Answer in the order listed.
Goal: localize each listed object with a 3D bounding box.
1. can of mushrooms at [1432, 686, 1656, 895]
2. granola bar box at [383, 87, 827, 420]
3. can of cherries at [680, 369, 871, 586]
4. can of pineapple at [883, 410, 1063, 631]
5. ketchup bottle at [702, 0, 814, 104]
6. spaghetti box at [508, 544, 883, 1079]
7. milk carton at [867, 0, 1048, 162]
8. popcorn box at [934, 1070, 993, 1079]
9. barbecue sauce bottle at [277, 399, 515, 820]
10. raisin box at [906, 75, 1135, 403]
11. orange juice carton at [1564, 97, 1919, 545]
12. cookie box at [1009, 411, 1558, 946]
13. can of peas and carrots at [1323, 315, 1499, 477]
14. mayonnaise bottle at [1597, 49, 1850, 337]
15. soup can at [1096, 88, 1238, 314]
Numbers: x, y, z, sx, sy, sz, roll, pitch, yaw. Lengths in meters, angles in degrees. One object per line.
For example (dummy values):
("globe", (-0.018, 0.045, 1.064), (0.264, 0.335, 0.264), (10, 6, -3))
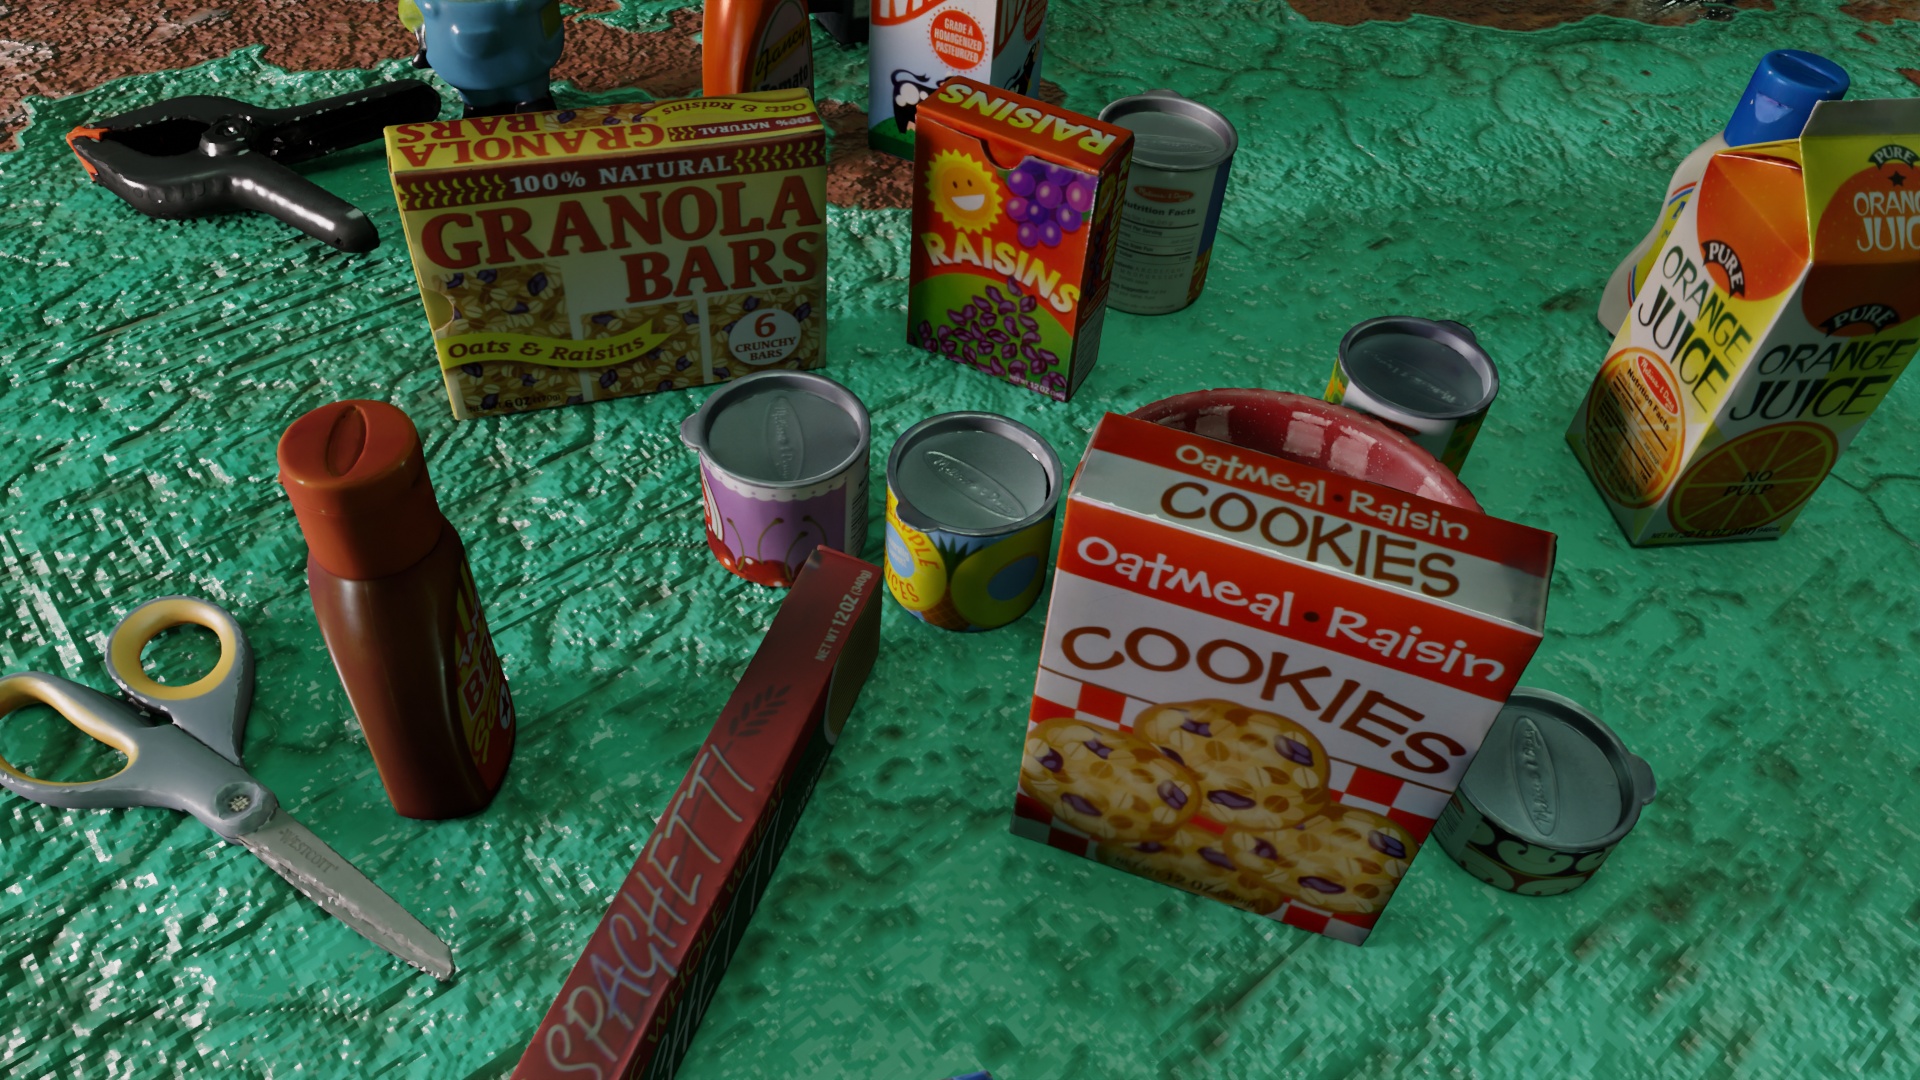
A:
("can of mushrooms", (0.199, 0.087, 0.482), (0.071, 0.033, 0.071), (3, 47, -3))
("granola bar box", (-0.139, -0.118, 0.581), (0.166, 0.123, 0.039), (-11, 49, -15))
("can of cherries", (-0.071, -0.024, 0.544), (0.071, 0.058, 0.072), (3, 47, -3))
("can of pineapple", (0.002, -0.007, 0.535), (0.071, 0.057, 0.071), (3, 47, -3))
("ketchup bottle", (-0.103, -0.262, 0.702), (0.043, 0.148, 0.065), (30, 51, 21))
("spaghetti box", (-0.081, 0.106, 0.428), (0.029, 0.049, 0.251), (16, 48, 10))
("milk carton", (0.001, -0.288, 0.708), (0.073, 0.189, 0.073), (22, 49, 15))
("popcorn box", (0.003, 0.202, 0.321), (0.038, 0.084, 0.127), (-9, 49, -13))
("barbecue sauce bottle", (-0.172, 0.023, 0.430), (0.044, 0.147, 0.065), (-3, 47, -8))
("raisin box", (0.022, -0.129, 0.607), (0.086, 0.122, 0.040), (24, 50, 17))
("orange juice carton", (0.321, -0.089, 0.549), (0.072, 0.191, 0.073), (-3, 48, -8))
("cookie box", (0.085, 0.048, 0.417), (0.123, 0.166, 0.040), (16, 48, 10))
("can of peas and carrots", (0.190, -0.055, 0.597), (0.071, 0.058, 0.071), (3, 47, -3))
("mayonnaise bottle", (0.352, -0.149, 0.639), (0.041, 0.147, 0.065), (-26, 54, -26))
("soup can", (0.093, -0.164, 0.672), (0.071, 0.083, 0.072), (3, 47, -3))
